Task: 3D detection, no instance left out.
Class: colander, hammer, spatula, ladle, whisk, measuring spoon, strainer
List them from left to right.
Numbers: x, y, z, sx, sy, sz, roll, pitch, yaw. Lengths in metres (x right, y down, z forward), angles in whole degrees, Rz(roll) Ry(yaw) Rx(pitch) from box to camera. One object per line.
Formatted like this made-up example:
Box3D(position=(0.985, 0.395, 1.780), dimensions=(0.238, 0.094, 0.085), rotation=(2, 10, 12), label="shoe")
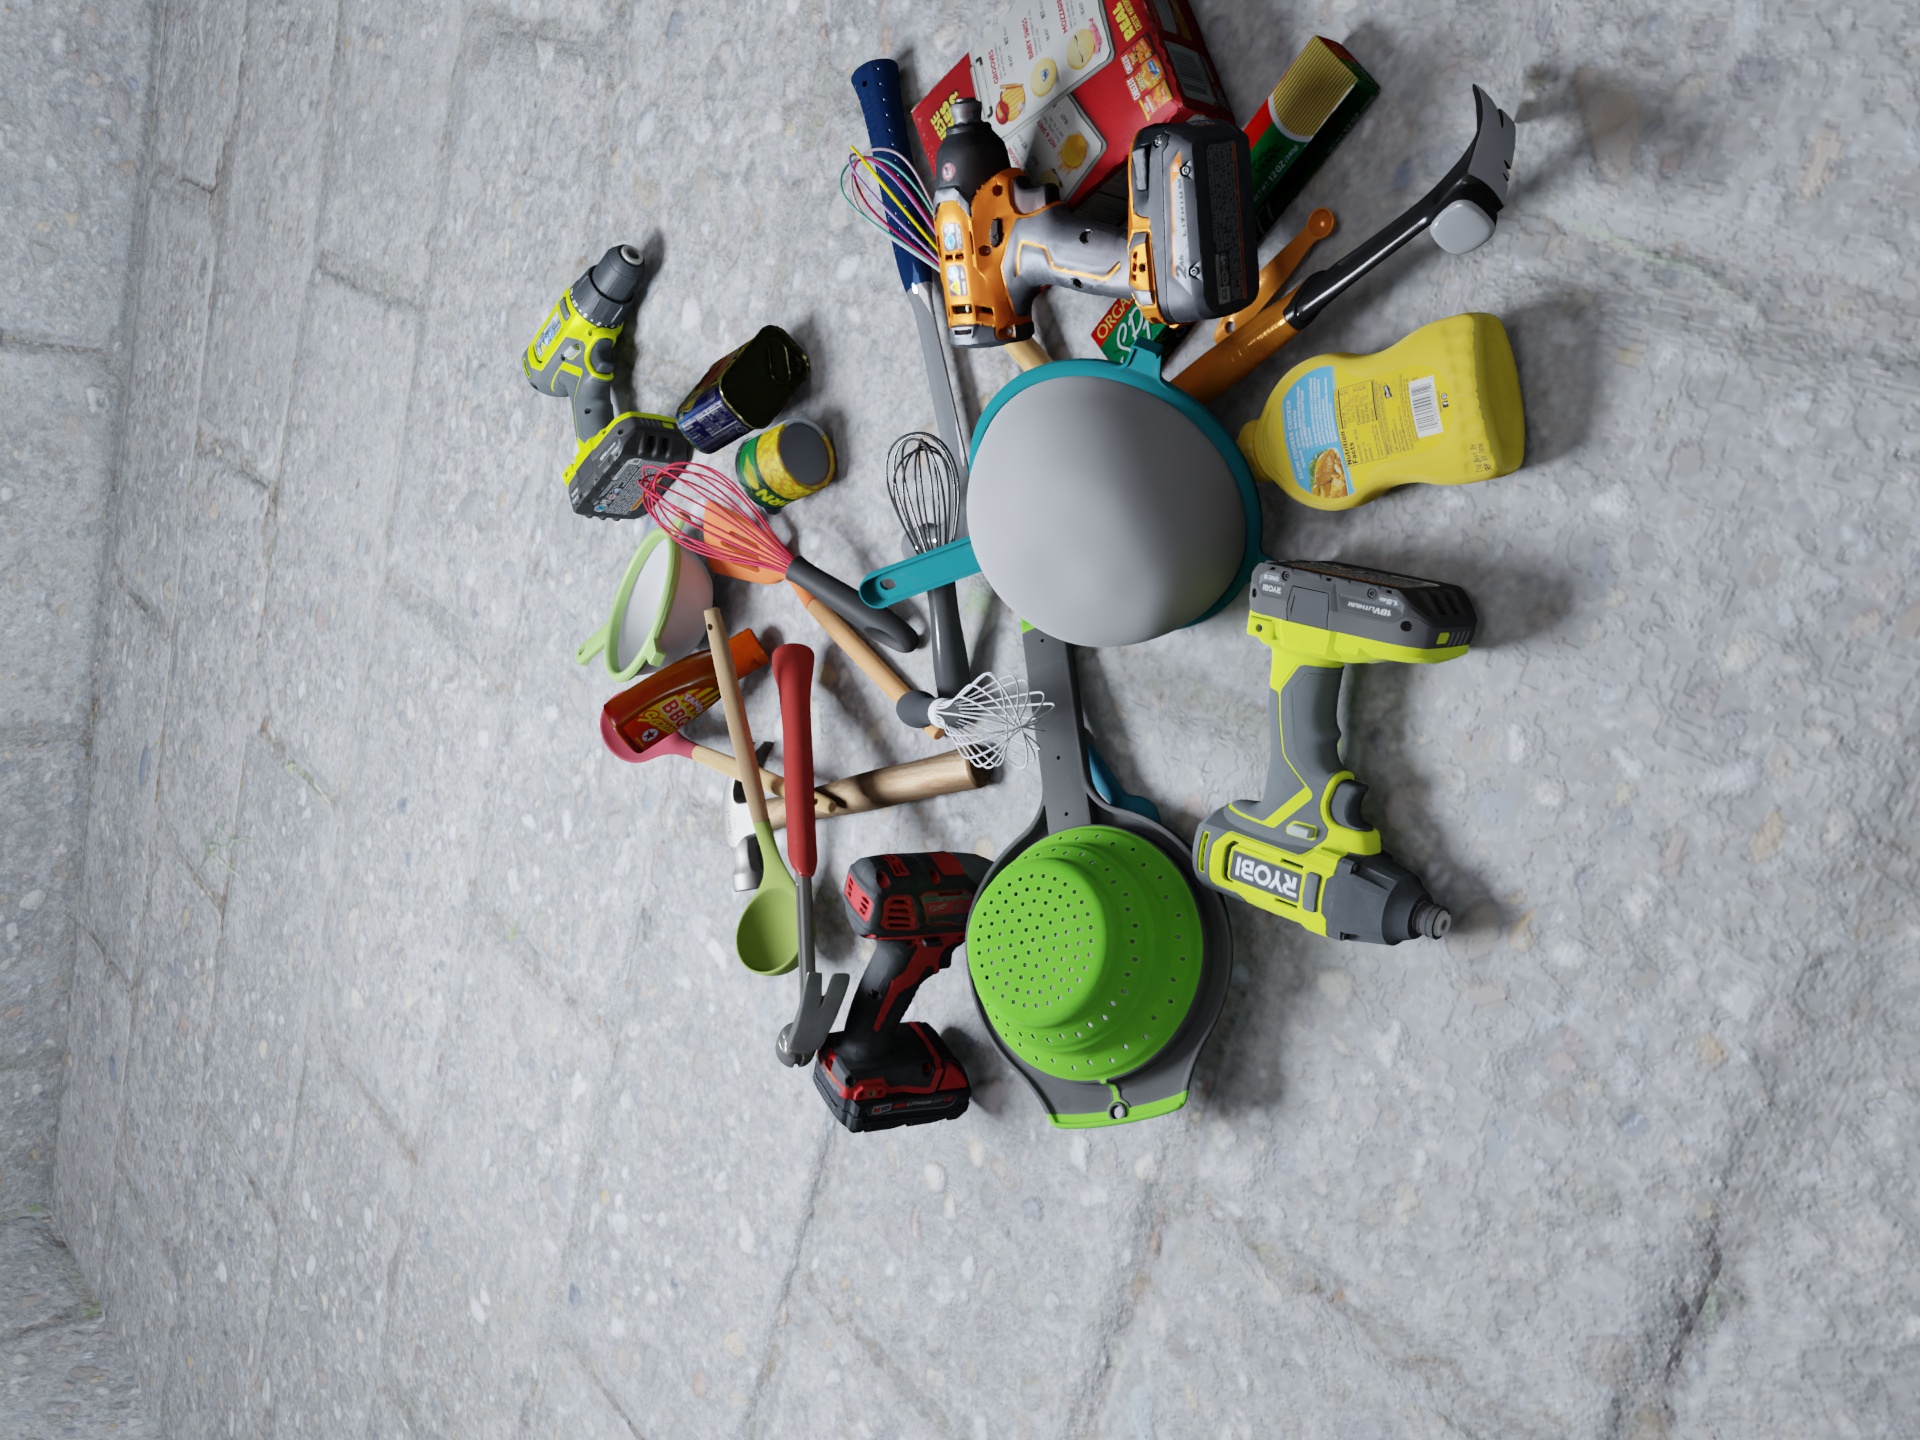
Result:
Box3D(position=(-0.300, -0.088, 1.528), dimensions=(0.256, 0.069, 0.152), rotation=(-24, 54, 55), label="strainer")
Box3D(position=(-0.221, 0.034, 1.431), dimensions=(0.316, 0.031, 0.069), rotation=(18, 94, 40), label="ladle")
Box3D(position=(-0.182, 0.063, 1.346), dimensions=(0.078, 0.062, 0.320), rotation=(-3, 105, 32), label="ladle")
Box3D(position=(-0.154, -0.138, 1.335), dimensions=(0.296, 0.073, 0.073), rotation=(33, 116, 16), label="whisk")
Box3D(position=(-0.125, 0.083, 1.266), dimensions=(0.149, 0.036, 0.359), rotation=(113, 156, -52), label="hammer")
Box3D(position=(-0.120, -0.082, 1.361), dimensions=(0.323, 0.041, 0.081), rotation=(45, 145, 33), label="spatula")
Box3D(position=(-0.099, 0.063, 1.353), dimensions=(0.331, 0.031, 0.130), rotation=(-16, 81, 44), label="hammer")
Box3D(position=(-0.026, -0.334, 1.258), dimensions=(0.144, 0.035, 0.406), rotation=(-20, 77, 44), label="hammer")
Box3D(position=(-0.018, -0.104, 1.220), dimensions=(0.055, 0.055, 0.238), rotation=(13, 119, 44), label="whisk")
Box3D(position=(-0.009, -0.342, 1.195), dimensions=(0.245, 0.051, 0.047), rotation=(51, 160, 9), label="whisk")
Box3D(position=(-0.001, -0.004, 1.148), dimensions=(0.285, 0.070, 0.070), rotation=(-170, 80, -73), label="whisk")
Box3D(position=(0.037, -0.109, 1.084), dimensions=(0.340, 0.095, 0.210), rotation=(-15, 118, 41), label="strainer")
Box3D(position=(0.063, 0.077, 1.102), dimensions=(0.204, 0.094, 0.397), rotation=(-18, 68, 28), label="colander")
Box3D(position=(0.098, 0.045, 1.157), dimensions=(0.129, 0.021, 0.042), rotation=(53, 126, 27), label="measuring spoon")
Box3D(position=(0.206, -0.290, 1.046), dimensions=(0.117, 0.011, 0.021), rotation=(-47, 62, 40), label="measuring spoon")
Box3D(position=(0.205, -0.258, 1.005), dimensions=(0.337, 0.034, 0.127), rotation=(-32, 28, 49), label="hammer")

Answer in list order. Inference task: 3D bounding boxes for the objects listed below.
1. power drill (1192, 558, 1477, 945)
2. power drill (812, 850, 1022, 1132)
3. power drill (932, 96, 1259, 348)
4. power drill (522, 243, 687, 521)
Box3D(position=(0.237, 0.021, 0.983), dimensions=(0.171, 0.080, 0.223), rotation=(19, 109, 43), label="power drill")
Box3D(position=(-0.031, 0.201, 1.222), dimensions=(0.079, 0.143, 0.219), rotation=(43, 127, 52), label="power drill")
Box3D(position=(0.075, -0.332, 1.039), dimensions=(0.227, 0.084, 0.164), rotation=(8, 114, 40), label="power drill")
Box3D(position=(-0.344, -0.330, 1.554), dimensions=(0.190, 0.080, 0.229), rotation=(-39, 62, 40), label="power drill")
